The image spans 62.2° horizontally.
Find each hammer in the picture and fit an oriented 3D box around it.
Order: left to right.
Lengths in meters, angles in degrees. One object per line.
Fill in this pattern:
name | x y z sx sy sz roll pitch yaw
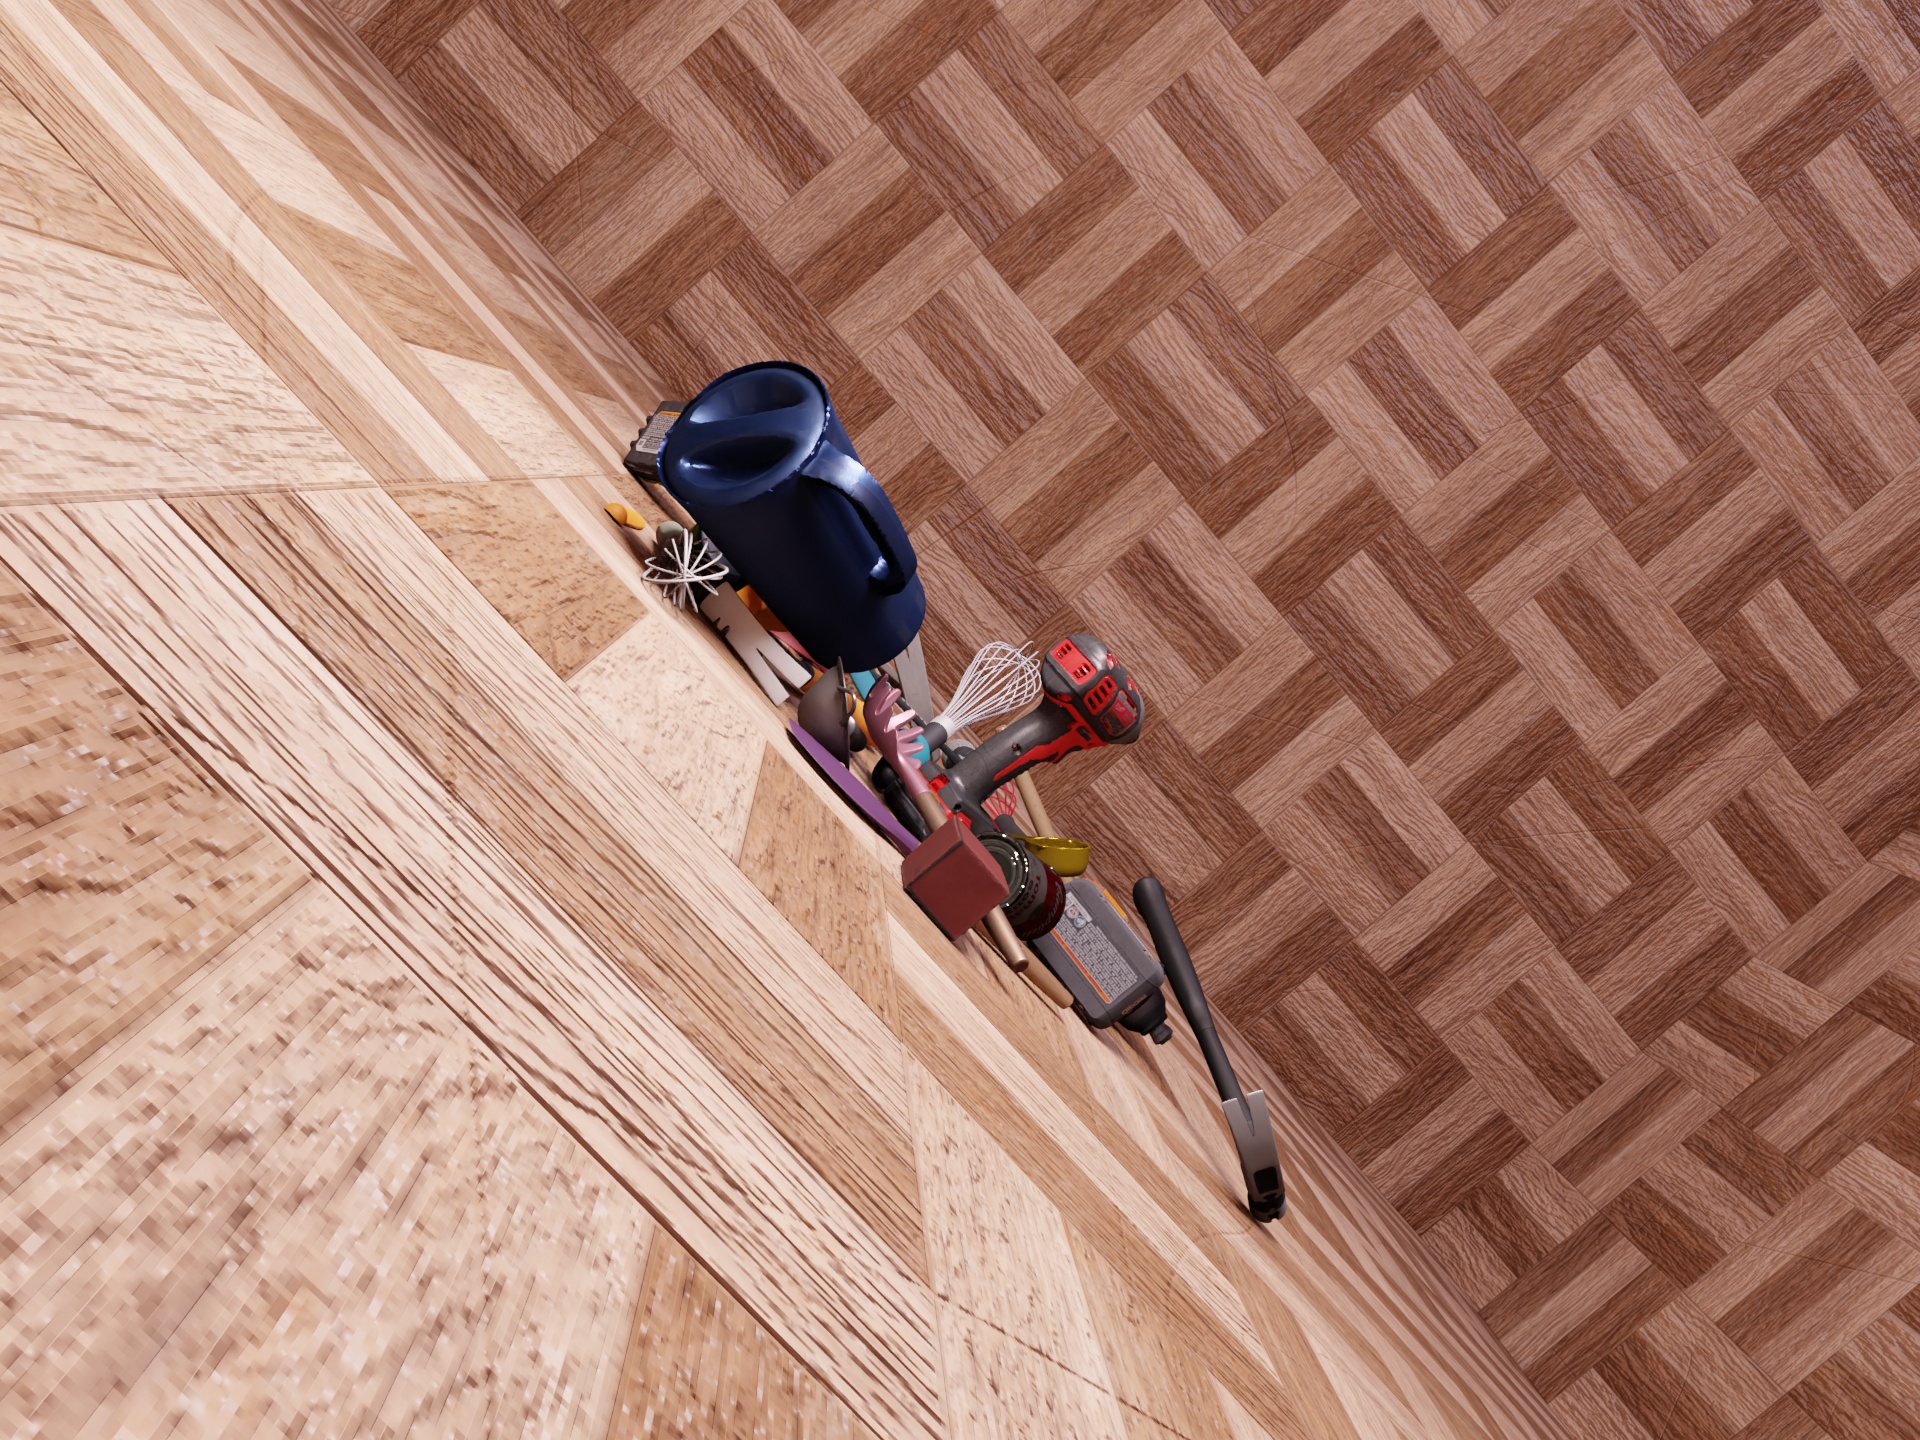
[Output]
hammer | -0.119 -0.027 1.341 0.127 0.034 0.336 49 2 21
hammer | -0.104 -0.066 1.462 0.408 0.036 0.149 46 3 -23
hammer | -0.103 -0.075 1.730 0.359 0.036 0.149 -138 -146 -63
hammer | 0.212 0.264 1.406 0.335 0.035 0.146 -108 180 -48

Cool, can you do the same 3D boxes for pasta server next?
pasta server | -0.012 0.072 1.204 0.060 0.040 0.317 53 3 -44

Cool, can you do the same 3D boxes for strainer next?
strainer | -0.094 0.005 1.247 0.258 0.050 0.087 76 8 -82

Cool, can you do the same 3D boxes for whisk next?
whisk | -0.209 -0.122 1.174 0.246 0.059 0.057 -135 -140 -71
whisk | -0.003 -0.004 1.428 0.070 0.070 0.284 49 38 1
whisk | 0.041 0.103 1.643 0.073 0.073 0.296 48 0 -17

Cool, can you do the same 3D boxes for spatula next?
spatula | -0.019 0.112 1.174 0.315 0.018 0.060 47 4 -21

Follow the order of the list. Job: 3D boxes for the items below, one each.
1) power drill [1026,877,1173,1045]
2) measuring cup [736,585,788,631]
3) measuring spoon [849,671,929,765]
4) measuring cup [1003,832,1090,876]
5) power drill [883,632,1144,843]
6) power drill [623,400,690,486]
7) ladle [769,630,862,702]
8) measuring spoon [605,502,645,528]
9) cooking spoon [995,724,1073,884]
power drill | 0.134 0.225 1.441 0.164 0.084 0.226 51 0 14
measuring cup | -0.136 -0.149 1.326 0.052 0.173 0.095 11 37 -27
measuring spoon | -0.063 -0.012 1.343 0.042 0.021 0.129 -10 55 -35
measuring cup | 0.041 0.115 1.402 0.156 0.029 0.062 5 4 32
power drill | 0.057 0.035 1.324 0.079 0.219 0.143 51 3 36
power drill | -0.222 -0.212 1.569 0.171 0.080 0.223 14 -23 37
ladle | -0.088 0.004 1.535 0.315 0.031 0.069 50 3 -21
measuring spoon | -0.256 -0.160 1.234 0.021 0.011 0.117 49 3 -5
cooking spoon | 0.102 0.150 1.644 0.318 0.017 0.069 66 -14 -11
